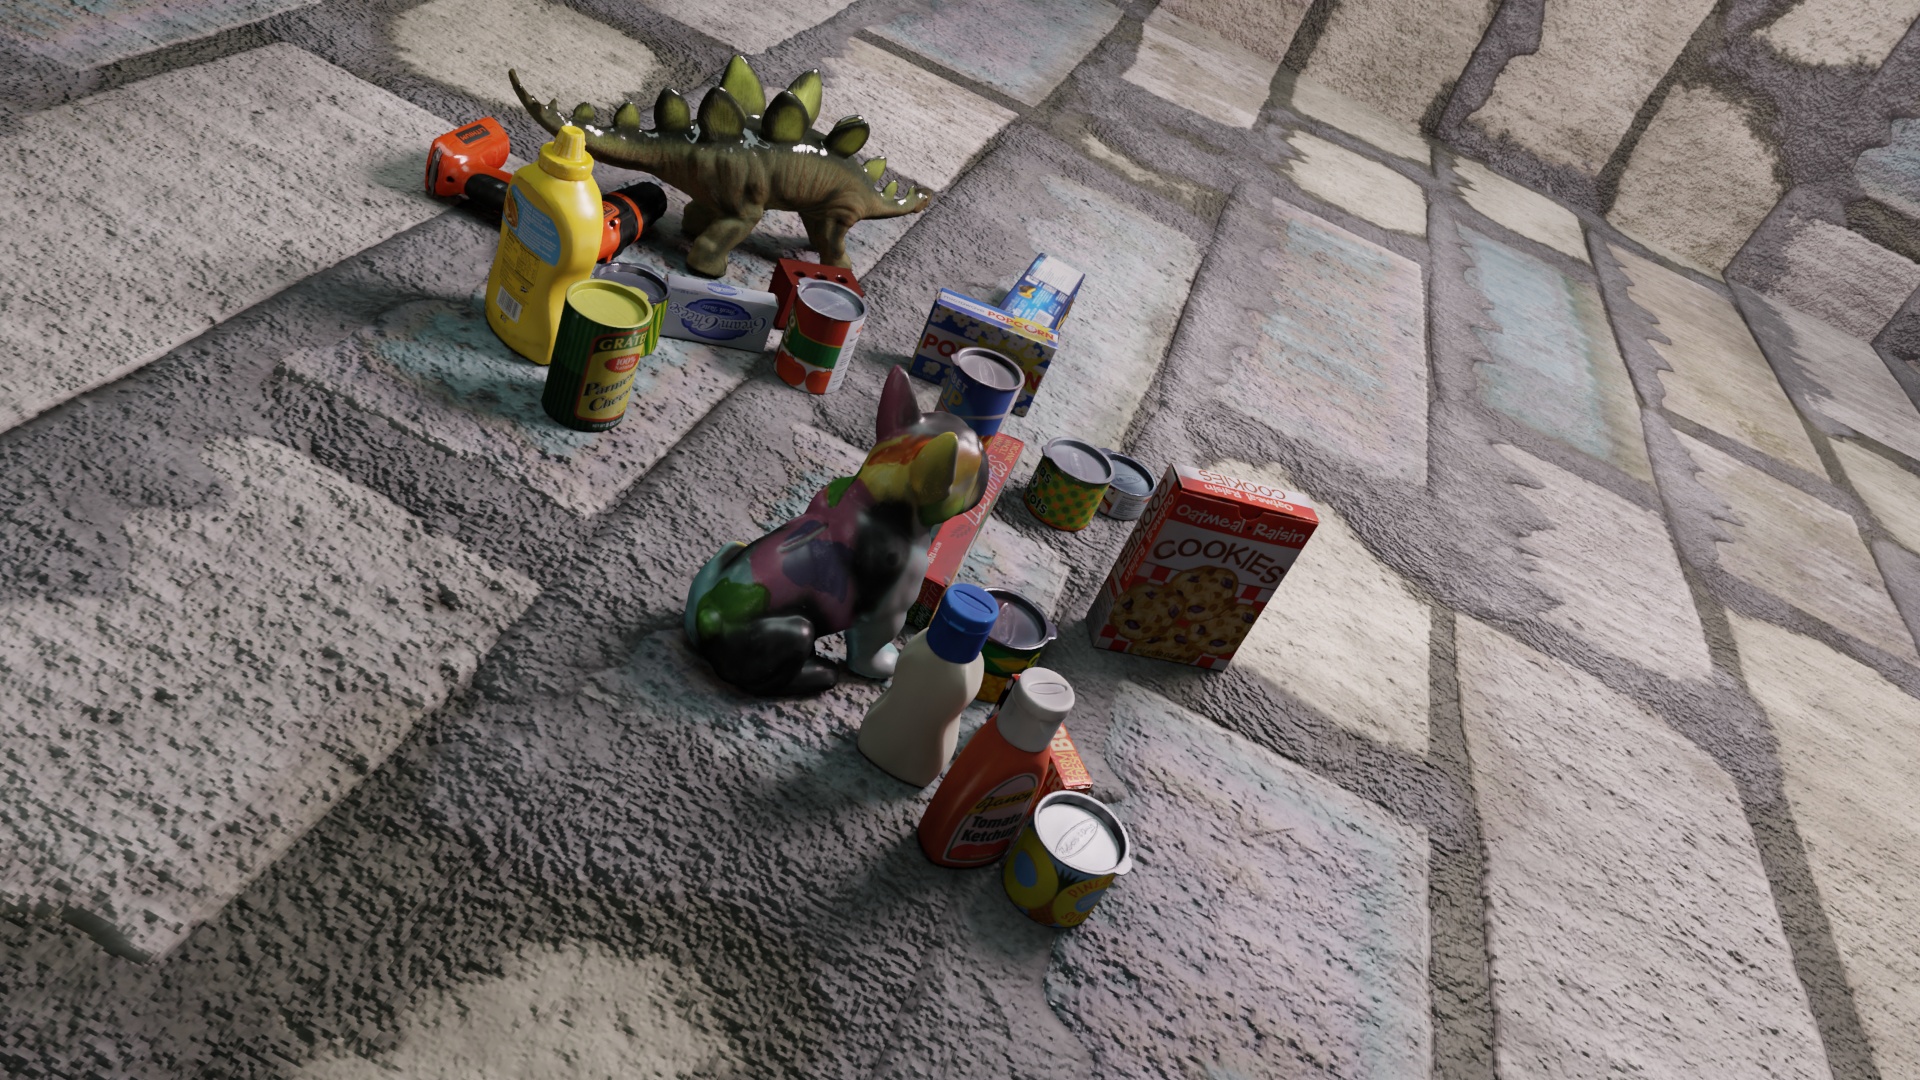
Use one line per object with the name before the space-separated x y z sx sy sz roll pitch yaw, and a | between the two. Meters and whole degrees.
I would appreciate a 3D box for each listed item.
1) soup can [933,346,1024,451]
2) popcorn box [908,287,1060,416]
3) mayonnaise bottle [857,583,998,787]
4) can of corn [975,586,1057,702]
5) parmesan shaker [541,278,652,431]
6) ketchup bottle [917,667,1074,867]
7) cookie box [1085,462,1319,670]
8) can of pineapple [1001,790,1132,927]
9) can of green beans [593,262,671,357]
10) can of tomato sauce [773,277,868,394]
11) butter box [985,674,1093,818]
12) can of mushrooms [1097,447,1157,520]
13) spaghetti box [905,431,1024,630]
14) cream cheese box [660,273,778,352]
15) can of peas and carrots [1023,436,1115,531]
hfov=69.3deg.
soup can | 0.010 -0.125 1.268 0.071 0.083 0.072 17 35 -12
popcorn box | 0.023 -0.183 1.351 0.127 0.084 0.038 20 34 -7
mayonnaise bottle | -0.017 0.093 0.905 0.065 0.147 0.041 30 34 8
can of corn | 0.028 0.078 1.031 0.071 0.058 0.071 17 35 -12
parmesan shaker | -0.286 -0.146 1.097 0.071 0.102 0.072 17 35 -12
ketchup bottle | 0.025 0.142 0.865 0.065 0.148 0.044 1 41 -31
cookie box | 0.190 0.025 1.105 0.123 0.166 0.040 12 36 -18
can of pineapple | 0.067 0.205 0.887 0.071 0.057 0.071 17 35 -12
can of green beans | -0.290 -0.200 1.206 0.071 0.057 0.071 17 35 -12
can of tomato sauce | -0.130 -0.186 1.264 0.071 0.082 0.071 17 35 -12
butter box | 0.053 0.147 0.960 0.024 0.052 0.104 3 40 -28
can of mushrooms | 0.146 -0.053 1.300 0.071 0.033 0.071 17 35 -12
spaghetti box | 0.004 -0.014 1.147 0.029 0.050 0.251 26 34 2
cream cheese box | -0.222 -0.205 1.259 0.104 0.053 0.024 7 38 -24
can of peas and carrots | 0.095 -0.051 1.243 0.071 0.058 0.071 17 35 -12
